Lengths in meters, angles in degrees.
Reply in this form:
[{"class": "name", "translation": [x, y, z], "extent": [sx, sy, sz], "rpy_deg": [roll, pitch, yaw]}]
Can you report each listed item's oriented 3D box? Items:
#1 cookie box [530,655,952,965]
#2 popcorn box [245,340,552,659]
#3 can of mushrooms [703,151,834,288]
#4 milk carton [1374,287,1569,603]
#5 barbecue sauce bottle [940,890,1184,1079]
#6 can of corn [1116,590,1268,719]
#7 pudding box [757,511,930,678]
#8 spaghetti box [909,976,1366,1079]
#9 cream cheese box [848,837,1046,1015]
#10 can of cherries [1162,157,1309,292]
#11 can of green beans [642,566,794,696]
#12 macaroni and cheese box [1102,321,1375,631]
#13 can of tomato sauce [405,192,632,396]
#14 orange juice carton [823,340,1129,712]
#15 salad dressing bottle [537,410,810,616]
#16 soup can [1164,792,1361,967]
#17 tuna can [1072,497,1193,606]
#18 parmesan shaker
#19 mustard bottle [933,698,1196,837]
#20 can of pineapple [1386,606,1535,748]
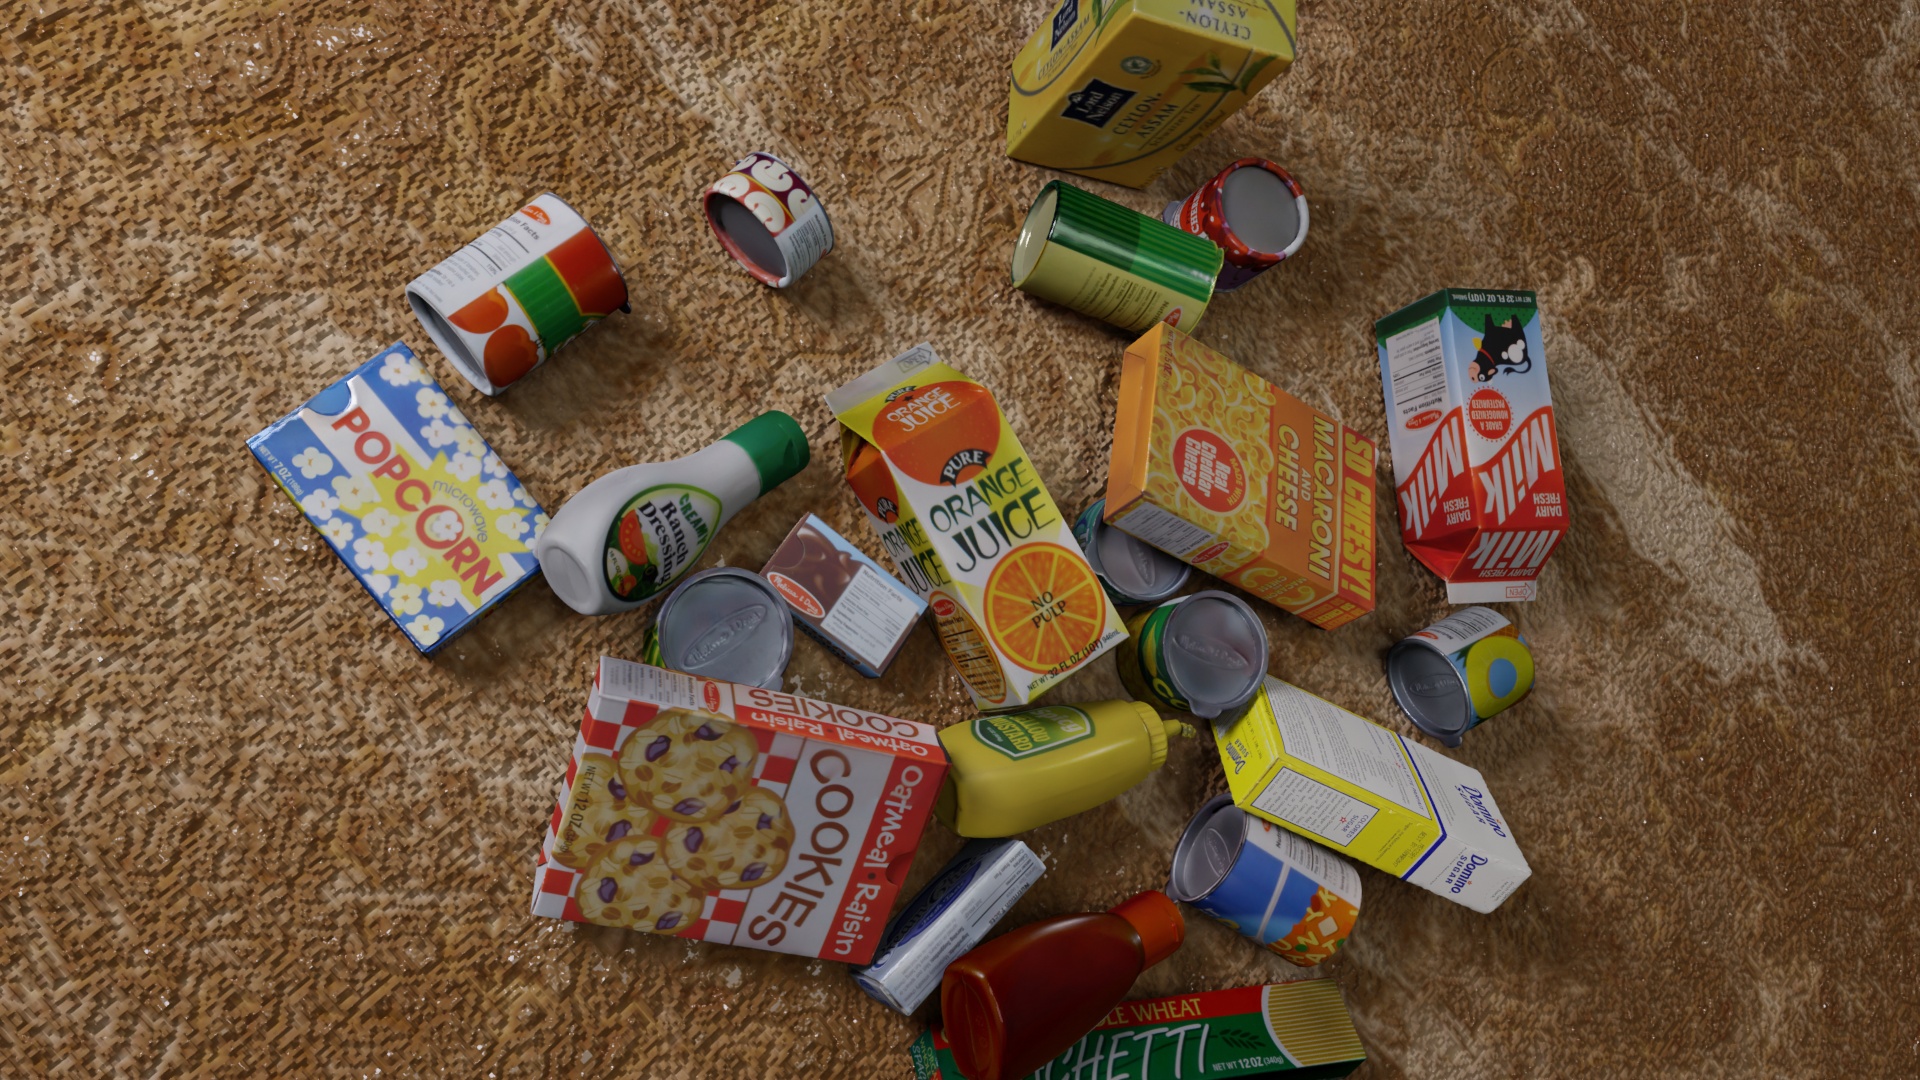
[{"class": "cookie box", "translation": [-0.104, 0.133, 0.662], "extent": [0.167, 0.040, 0.122], "rpy_deg": [15, 109, -18]}, {"class": "popcorn box", "translation": [-0.260, -0.018, 0.663], "extent": [0.085, 0.038, 0.126], "rpy_deg": [-41, 96, -21]}, {"class": "can of mushrooms", "translation": [-0.104, -0.170, 0.736], "extent": [0.071, 0.071, 0.033], "rpy_deg": [46, 69, -8]}, {"class": "milk carton", "translation": [0.322, -0.056, 0.871], "extent": [0.072, 0.073, 0.190], "rpy_deg": [-1, 81, -21]}, {"class": "barbecue sauce bottle", "translation": [0.057, 0.221, 0.713], "extent": [0.149, 0.043, 0.065], "rpy_deg": [-13, 95, -43]}, {"class": "can of corn", "translation": [0.129, 0.067, 0.784], "extent": [0.071, 0.058, 0.071], "rpy_deg": [4, 79, -20]}, {"class": "pudding box", "translation": [-0.064, 0.029, 0.733], "extent": [0.083, 0.030, 0.050], "rpy_deg": [38, 71, -11]}, {"class": "spaghetti box", "translation": [0.099, 0.273, 0.740], "extent": [0.250, 0.028, 0.050], "rpy_deg": [1, 46, -21]}, {"class": "cream cheese box", "translation": [-0.007, 0.194, 0.712], "extent": [0.104, 0.053, 0.024], "rpy_deg": [-42, 98, -22]}, {"class": "can of cherries", "translation": [0.166, -0.192, 0.845], "extent": [0.071, 0.058, 0.071], "rpy_deg": [4, 80, -21]}, {"class": "can of green beans", "translation": [-0.122, 0.050, 0.692], "extent": [0.071, 0.057, 0.071], "rpy_deg": [4, 79, -20]}, {"class": "macaroni and cheese box", "translation": [0.165, -0.036, 0.802], "extent": [0.166, 0.040, 0.124], "rpy_deg": [25, 56, -22]}, {"class": "can of tomato sauce", "translation": [-0.216, -0.119, 0.684], "extent": [0.083, 0.071, 0.071], "rpy_deg": [-42, 96, -21]}, {"class": "orange juice carton", "translation": [0.003, -0.009, 0.742], "extent": [0.072, 0.073, 0.192], "rpy_deg": [-30, 91, -22]}, {"class": "salad dressing bottle", "translation": [-0.137, -0.019, 0.689], "extent": [0.148, 0.044, 0.064], "rpy_deg": [-39, 130, -39]}, {"class": "soup can", "translation": [0.168, 0.191, 0.774], "extent": [0.084, 0.071, 0.071], "rpy_deg": [32, 71, -13]}, {"class": "tuna can", "translation": [0.096, 0.005, 0.796], "extent": [0.071, 0.032, 0.071], "rpy_deg": [4, 79, -20]}, {"class": "parmesan shaker", "translation": [0.090, -0.162, 0.804], "extent": [0.103, 0.071, 0.071], "rpy_deg": [18, 75, -17]}, {"class": "mustard bottle", "translation": [0.060, 0.115, 0.747], "extent": [0.161, 0.065, 0.048], "rpy_deg": [-11, 114, -26]}, {"class": "can of pineapple", "translation": [0.304, 0.082, 0.844], "extent": [0.058, 0.071, 0.071], "rpy_deg": [-22, 89, -23]}]
